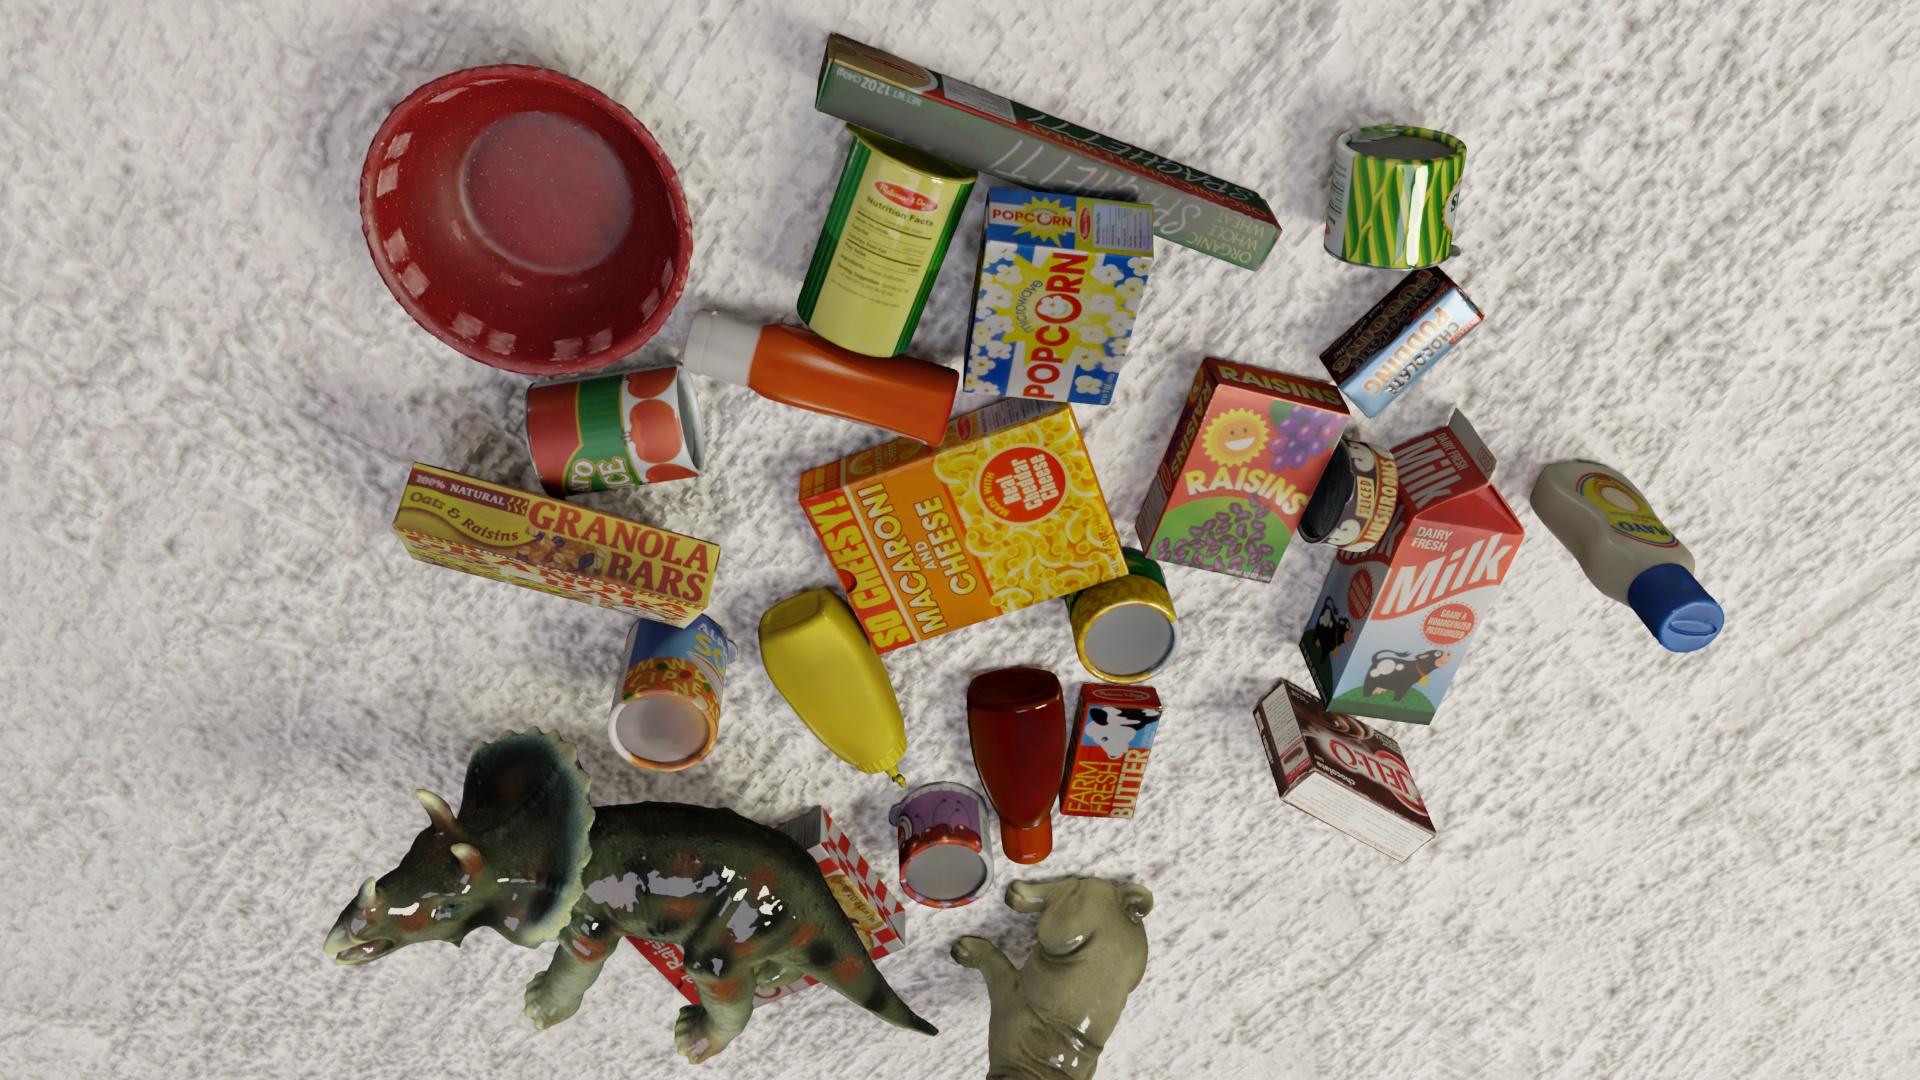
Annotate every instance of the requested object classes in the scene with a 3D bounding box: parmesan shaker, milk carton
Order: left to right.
[{"bbox_3d":[-0.043,-0.157,0.725,0.071,0.071,0.102,17,120,-14],"label":"parmesan shaker"},{"bbox_3d":[0.280,0.016,0.853,0.073,0.073,0.189,9,121,-9],"label":"milk carton"}]

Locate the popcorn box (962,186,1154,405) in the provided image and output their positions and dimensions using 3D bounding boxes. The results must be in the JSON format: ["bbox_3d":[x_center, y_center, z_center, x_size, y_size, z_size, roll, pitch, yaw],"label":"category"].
[{"bbox_3d":[0.049,-0.125,0.736,0.085,0.038,0.126,6,148,-3],"label":"popcorn box"}]

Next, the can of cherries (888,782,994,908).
[{"bbox_3d":[-0.014,0.212,0.965,0.071,0.059,0.071,-2,123,-3],"label":"can of cherries"}]

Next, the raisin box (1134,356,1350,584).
[{"bbox_3d":[0.166,-0.041,0.829,0.086,0.040,0.122,12,122,-10],"label":"raisin box"}]

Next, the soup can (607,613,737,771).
[{"bbox_3d":[-0.177,0.092,0.862,0.071,0.084,0.071,-2,122,-3],"label":"soup can"}]

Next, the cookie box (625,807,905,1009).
[{"bbox_3d":[-0.142,0.276,1.007,0.167,0.040,0.122,-25,120,12],"label":"cookie box"}]

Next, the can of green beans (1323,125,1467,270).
[{"bbox_3d":[0.227,-0.180,0.728,0.071,0.071,0.057,-3,122,-2],"label":"can of green beans"}]

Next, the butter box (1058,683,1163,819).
[{"bbox_3d":[0.101,0.146,0.951,0.053,0.024,0.103,5,122,-8],"label":"butter box"}]

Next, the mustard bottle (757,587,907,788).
[{"bbox_3d":[-0.073,0.104,0.898,0.065,0.049,0.159,-21,122,9],"label":"mustard bottle"}]

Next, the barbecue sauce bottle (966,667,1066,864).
[{"bbox_3d":[0.041,0.156,0.942,0.065,0.044,0.147,-5,123,2],"label":"barbecue sauce bottle"}]

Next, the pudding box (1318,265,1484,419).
[{"bbox_3d":[0.247,-0.113,0.782,0.030,0.050,0.083,37,113,-22],"label":"pudding box"}]

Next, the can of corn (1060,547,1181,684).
[{"bbox_3d":[0.098,0.047,0.868,0.071,0.058,0.070,-2,122,-3],"label":"can of corn"}]

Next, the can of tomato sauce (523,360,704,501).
[{"bbox_3d":[-0.190,-0.060,0.774,0.083,0.071,0.070,-9,123,1],"label":"can of tomato sauce"}]

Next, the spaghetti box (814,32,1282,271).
[{"bbox_3d":[0.047,-0.198,0.714,0.250,0.050,0.028,17,122,-14],"label":"spaghetti box"}]

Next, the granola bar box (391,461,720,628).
[{"bbox_3d":[-0.226,0.006,0.787,0.166,0.124,0.039,16,77,-14],"label":"granola bar box"}]

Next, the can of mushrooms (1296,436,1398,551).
[{"bbox_3d":[0.229,-0.027,0.823,0.033,0.071,0.070,11,121,-13],"label":"can of mushrooms"}]

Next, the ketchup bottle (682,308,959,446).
[{"bbox_3d":[-0.076,-0.092,0.768,0.149,0.065,0.043,15,106,-3],"label":"ketchup bottle"}]

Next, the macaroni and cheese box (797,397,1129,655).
[{"bbox_3d":[0.003,-0.010,0.835,0.166,0.040,0.123,-19,121,8],"label":"macaroni and cheese box"}]

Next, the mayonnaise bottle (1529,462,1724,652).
[{"bbox_3d":[0.390,0.007,0.809,0.065,0.149,0.041,7,122,-9],"label":"mayonnaise bottle"}]
